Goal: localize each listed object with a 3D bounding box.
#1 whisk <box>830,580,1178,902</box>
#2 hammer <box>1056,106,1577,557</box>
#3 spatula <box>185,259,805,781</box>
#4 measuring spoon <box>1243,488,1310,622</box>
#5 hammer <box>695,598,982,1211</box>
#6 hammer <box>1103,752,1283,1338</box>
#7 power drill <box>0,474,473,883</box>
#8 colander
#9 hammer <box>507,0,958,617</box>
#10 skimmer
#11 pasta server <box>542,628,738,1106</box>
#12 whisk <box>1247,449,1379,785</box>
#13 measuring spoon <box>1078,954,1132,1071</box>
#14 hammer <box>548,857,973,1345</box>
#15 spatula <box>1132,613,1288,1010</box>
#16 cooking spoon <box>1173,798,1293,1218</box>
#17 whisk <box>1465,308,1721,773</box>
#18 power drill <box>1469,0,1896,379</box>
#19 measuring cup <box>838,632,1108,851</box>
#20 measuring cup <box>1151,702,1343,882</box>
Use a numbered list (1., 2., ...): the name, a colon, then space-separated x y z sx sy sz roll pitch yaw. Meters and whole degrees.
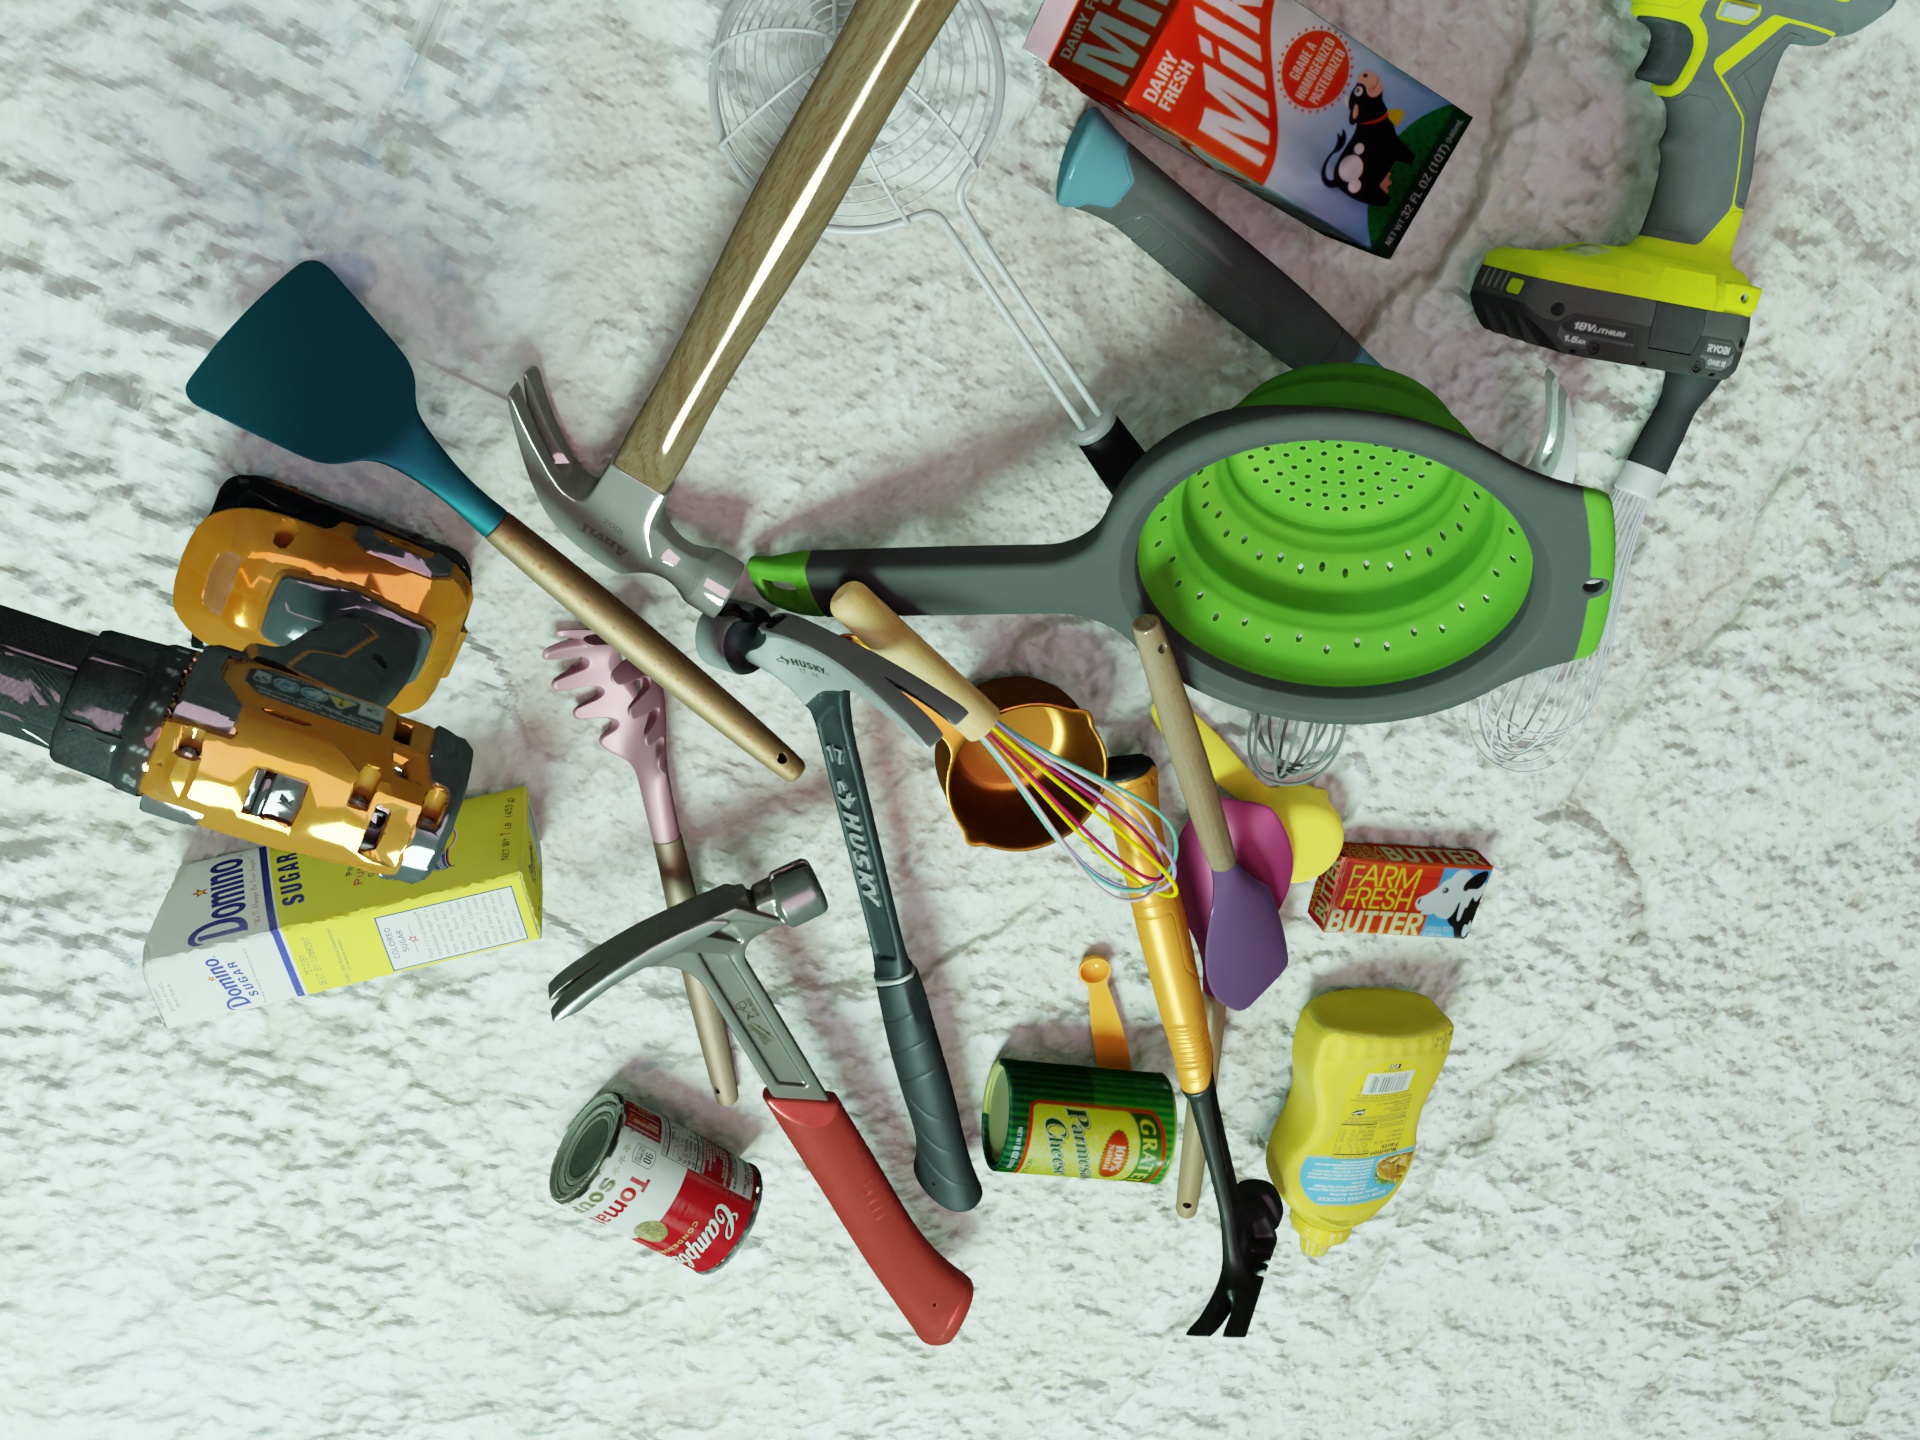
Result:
1. whisk: 0.029 0.015 0.792 0.051 0.047 0.244 -43 114 10
2. hammer: 0.177 -0.182 0.788 0.330 0.033 0.128 32 120 -22
3. spatula: -0.191 -0.073 0.724 0.317 0.044 0.082 42 75 -22
4. measuring spoon: 0.156 -0.077 0.857 0.034 0.018 0.124 24 101 -21
5. hammer: -0.034 0.124 0.858 0.036 0.149 0.408 -41 134 -36
6. hammer: 0.127 0.180 0.905 0.034 0.127 0.336 -8 107 25
7. power drill: -0.291 -0.028 0.645 0.185 0.226 0.084 21 108 -22
8. colander: 0.092 -0.095 0.749 0.397 0.095 0.204 1 144 18
9. hammer: -0.089 -0.190 0.669 0.130 0.031 0.331 30 125 -12
10. skimmer: 0.024 -0.194 0.756 0.127 0.090 0.362 -39 128 4
11. pasta server: -0.156 0.088 0.843 0.040 0.060 0.316 -35 130 -40
12. whisk: 0.192 -0.065 0.830 0.055 0.055 0.238 -3 124 -13
13. measuring spoon: 0.089 0.186 0.969 0.021 0.011 0.116 -13 121 1
14. hammer: -0.084 0.241 0.897 0.149 0.037 0.358 -26 122 -3
15. spatula: 0.131 0.060 0.833 0.060 0.018 0.315 -40 136 -17
16. cooking spoon: 0.153 0.185 0.968 0.069 0.017 0.318 7 120 9
17. whisk: 0.357 -0.102 0.873 0.070 0.070 0.284 16 105 -21
18. power drill: 0.330 -0.291 0.760 0.190 0.080 0.228 5 111 -16
19. measuring cup: -0.001 -0.003 0.830 0.173 0.052 0.095 36 102 -24
20. measuring cup: 0.162 0.040 0.902 0.062 0.029 0.156 -45 118 9
